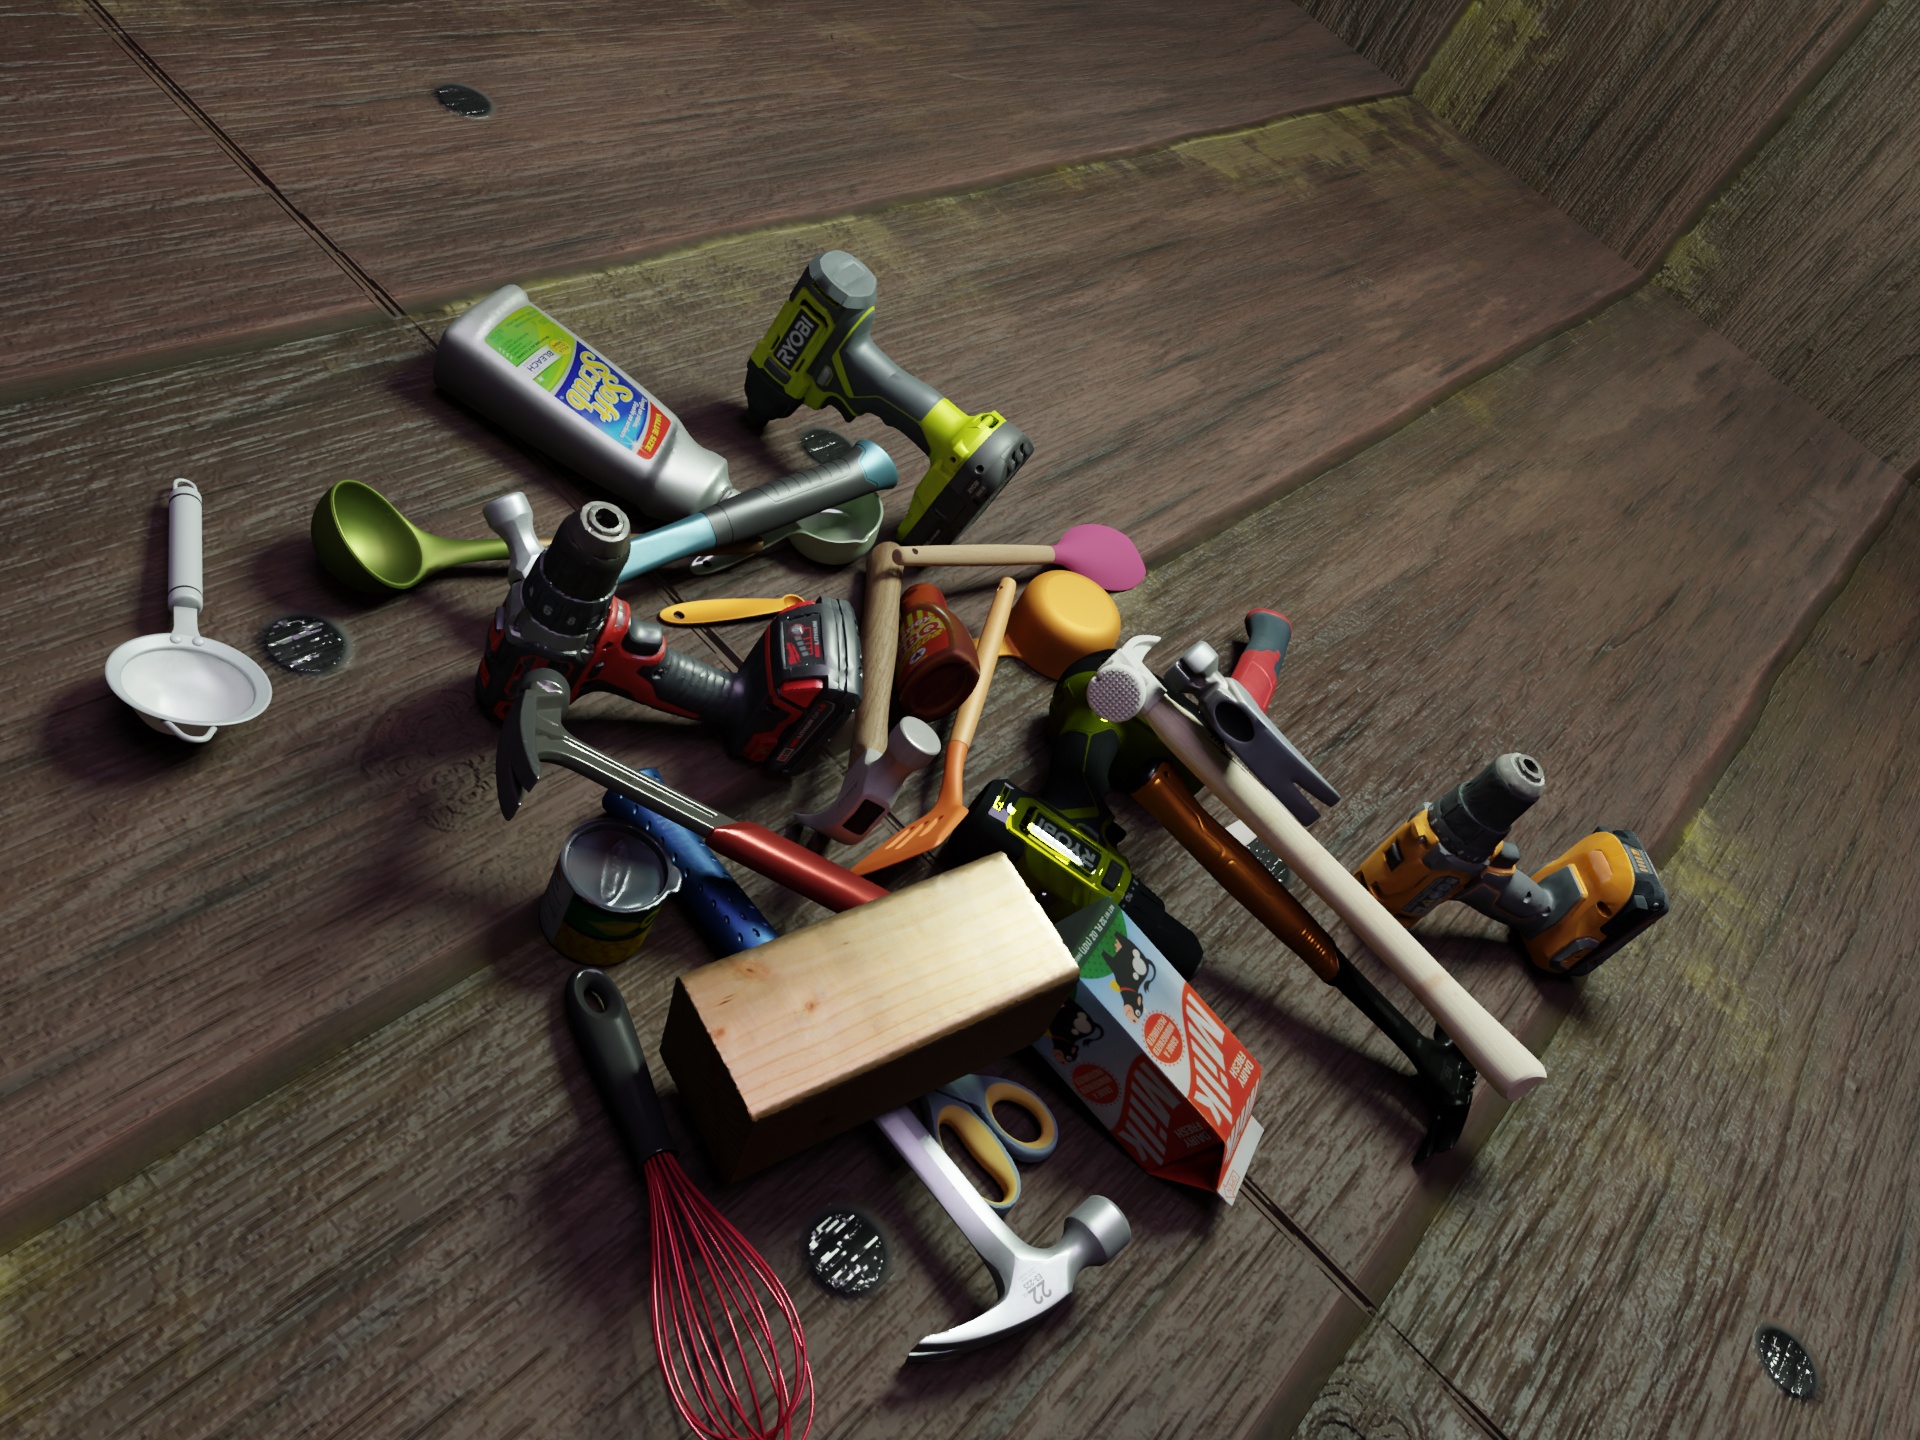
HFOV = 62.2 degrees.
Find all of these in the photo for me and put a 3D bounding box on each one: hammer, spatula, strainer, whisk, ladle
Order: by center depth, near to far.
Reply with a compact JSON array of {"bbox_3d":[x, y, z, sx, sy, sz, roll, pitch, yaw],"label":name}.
[{"bbox_3d":[-0.152,0.247,0.830,0.073,0.073,0.296,-5,47,-35],"label":"whisk"},{"bbox_3d":[-0.084,0.185,0.933,0.144,0.035,0.406,-29,67,-33],"label":"hammer"},{"bbox_3d":[-0.108,0.087,0.949,0.358,0.036,0.149,31,15,-23],"label":"hammer"},{"bbox_3d":[-0.462,-0.063,0.949,0.086,0.050,0.259,9,41,-33],"label":"strainer"},{"bbox_3d":[-0.279,-0.126,1.096,0.320,0.062,0.078,-5,63,-33],"label":"ladle"},{"bbox_3d":[0.250,0.100,1.106,0.410,0.038,0.146,46,20,1],"label":"hammer"},{"bbox_3d":[0.237,0.155,1.111,0.337,0.034,0.127,45,41,-7],"label":"hammer"},{"bbox_3d":[-0.061,-0.032,1.123,0.031,0.130,0.332,31,29,-19],"label":"hammer"},{"bbox_3d":[-0.002,-0.004,1.141,0.041,0.081,0.323,47,39,-27],"label":"spatula"},{"bbox_3d":[-0.173,-0.142,1.142,0.331,0.033,0.128,-28,99,-39],"label":"hammer"},{"bbox_3d":[0.241,-0.026,1.235,0.143,0.038,0.386,47,19,2],"label":"hammer"}]

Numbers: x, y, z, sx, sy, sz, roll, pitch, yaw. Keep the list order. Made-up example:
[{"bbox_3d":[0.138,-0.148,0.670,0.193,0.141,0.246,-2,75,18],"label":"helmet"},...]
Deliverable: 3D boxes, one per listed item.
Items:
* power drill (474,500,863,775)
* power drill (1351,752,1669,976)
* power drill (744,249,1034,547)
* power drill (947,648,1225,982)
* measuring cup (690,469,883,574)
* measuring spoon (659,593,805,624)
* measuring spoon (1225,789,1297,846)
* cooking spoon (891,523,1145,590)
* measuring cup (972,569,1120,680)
[{"bbox_3d":[-0.176,-0.051,1.004,0.226,0.187,0.080,12,52,-27],"label":"power drill"},{"bbox_3d":[0.435,0.110,1.222,0.226,0.185,0.084,15,43,-23],"label":"power drill"},{"bbox_3d":[-0.067,-0.241,1.276,0.223,0.171,0.080,42,43,-1],"label":"power drill"},{"bbox_3d":[0.112,0.069,1.144,0.190,0.080,0.229,35,43,-4],"label":"power drill"},{"bbox_3d":[-0.136,-0.138,1.229,0.167,0.038,0.083,-28,65,-27],"label":"measuring cup"},{"bbox_3d":[-0.167,-0.079,1.167,0.117,0.011,0.021,-8,54,-32],"label":"measuring spoon"},{"bbox_3d":[0.232,0.080,1.248,0.124,0.018,0.034,-26,67,-43],"label":"measuring spoon"},{"bbox_3d":[0.057,-0.136,1.312,0.318,0.017,0.069,-7,67,-48],"label":"cooking spoon"},{"bbox_3d":[0.052,-0.075,1.261,0.173,0.052,0.095,-7,55,-37],"label":"measuring cup"}]
